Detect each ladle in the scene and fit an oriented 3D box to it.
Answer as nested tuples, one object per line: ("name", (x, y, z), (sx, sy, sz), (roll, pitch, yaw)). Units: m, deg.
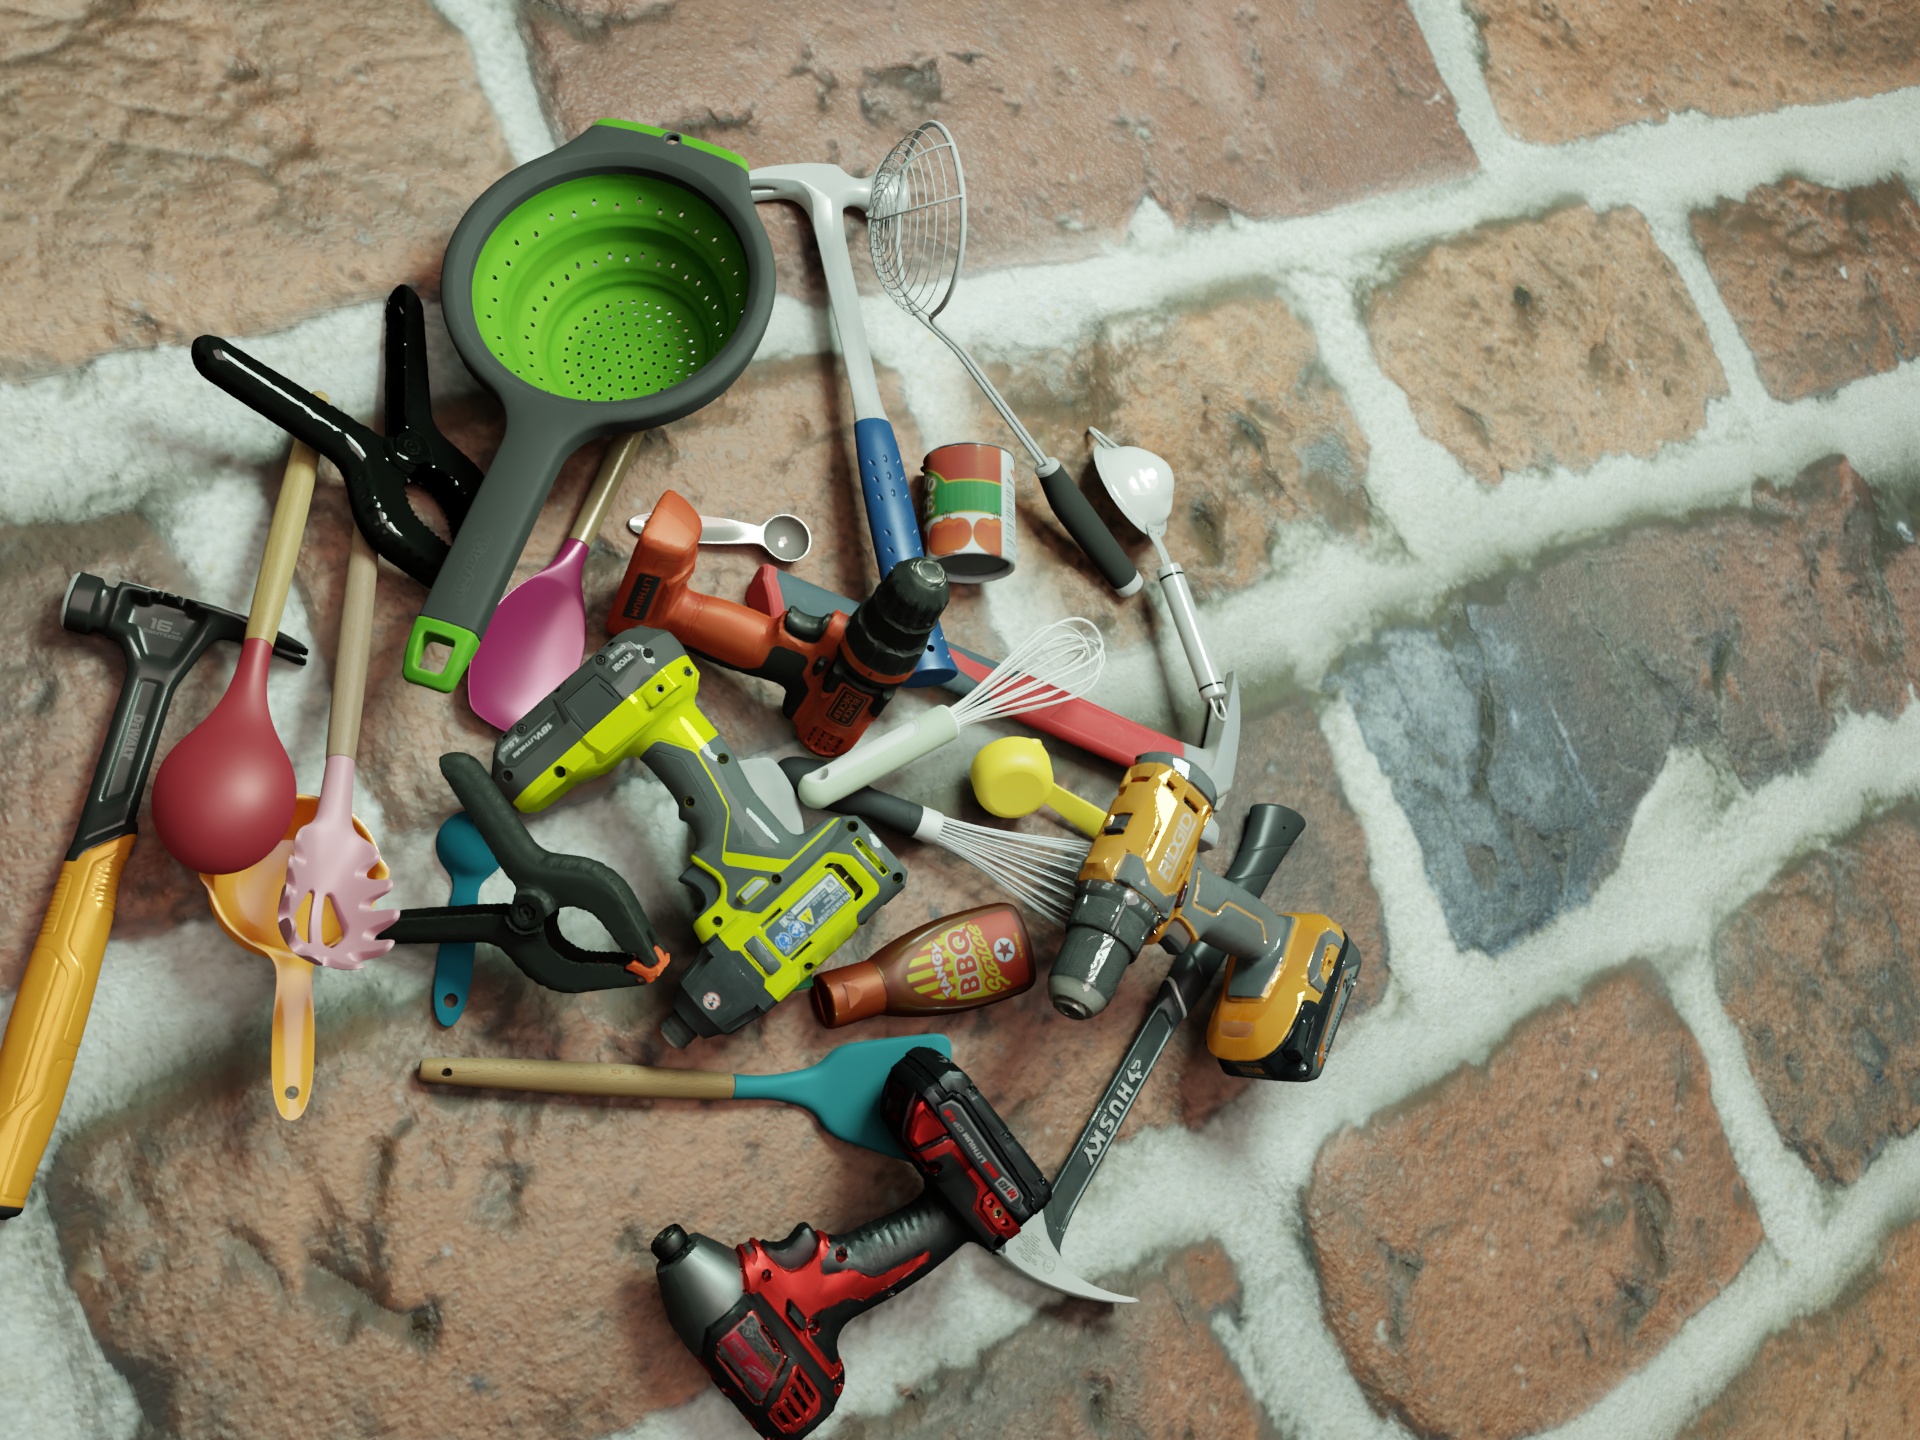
("ladle", (-0.387, -0.063, 0.891), (0.069, 0.031, 0.316), (13, 56, -23))

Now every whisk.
("whisk", (-0.002, -0.003, 1.059), (0.246, 0.058, 0.059), (-28, 121, -24))
("whisk", (0.006, 0.081, 1.078), (0.284, 0.070, 0.070), (23, 66, -15))

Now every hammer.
("hammer", (0.147, 0.215, 1.122), (0.149, 0.036, 0.409), (43, 61, -12))
("hammer", (0.033, -0.036, 1.133), (0.386, 0.038, 0.143), (23, 65, -20))
("hammer", (-0.070, -0.216, 1.108), (0.144, 0.035, 0.406), (-3, 70, -28))
("hammer", (-0.454, 0.091, 0.845), (0.127, 0.034, 0.337), (16, 69, -22))

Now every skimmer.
("skimmer", (0.050, -0.246, 1.135), (0.090, 0.127, 0.363), (-43, 116, -7))

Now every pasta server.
("pasta server", (-0.339, -0.004, 0.885), (0.060, 0.040, 0.317), (22, 48, -39))

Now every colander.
("colander", (-0.242, -0.184, 0.988), (0.204, 0.094, 0.397), (17, 70, 3))

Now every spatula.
("spatula", (-0.159, 0.219, 0.956), (0.317, 0.044, 0.082), (9, 84, -24))

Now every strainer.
("strainer", (0.158, -0.119, 1.199), (0.086, 0.050, 0.259), (4, 64, -54))

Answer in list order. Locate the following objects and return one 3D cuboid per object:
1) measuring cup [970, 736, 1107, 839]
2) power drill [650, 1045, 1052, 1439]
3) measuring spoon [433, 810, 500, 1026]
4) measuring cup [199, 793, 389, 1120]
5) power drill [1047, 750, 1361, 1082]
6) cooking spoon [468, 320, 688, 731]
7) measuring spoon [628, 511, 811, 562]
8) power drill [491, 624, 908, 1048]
("measuring cup", (0.074, 0.065, 1.117), (0.156, 0.062, 0.029), (32, 25, -26))
("power drill", (-0.068, 0.301, 0.937), (0.219, 0.078, 0.143), (-39, 100, -14))
("measuring spoon", (-0.290, 0.113, 0.930), (0.042, 0.021, 0.129), (11, 70, -25))
("measuring cup", (-0.366, 0.130, 0.870), (0.095, 0.052, 0.174), (2, 76, -27))
("power drill", (0.158, 0.157, 1.055), (0.226, 0.084, 0.185), (44, 59, -27))
("cooking spoon", (-0.238, -0.135, 1.031), (0.068, 0.017, 0.319), (35, 61, -33))
("measuring spoon", (-0.163, -0.125, 1.074), (0.124, 0.018, 0.034), (4, 74, -20))
("power drill", (-0.165, 0.070, 0.948), (0.171, 0.080, 0.223), (-42, 91, -7))
